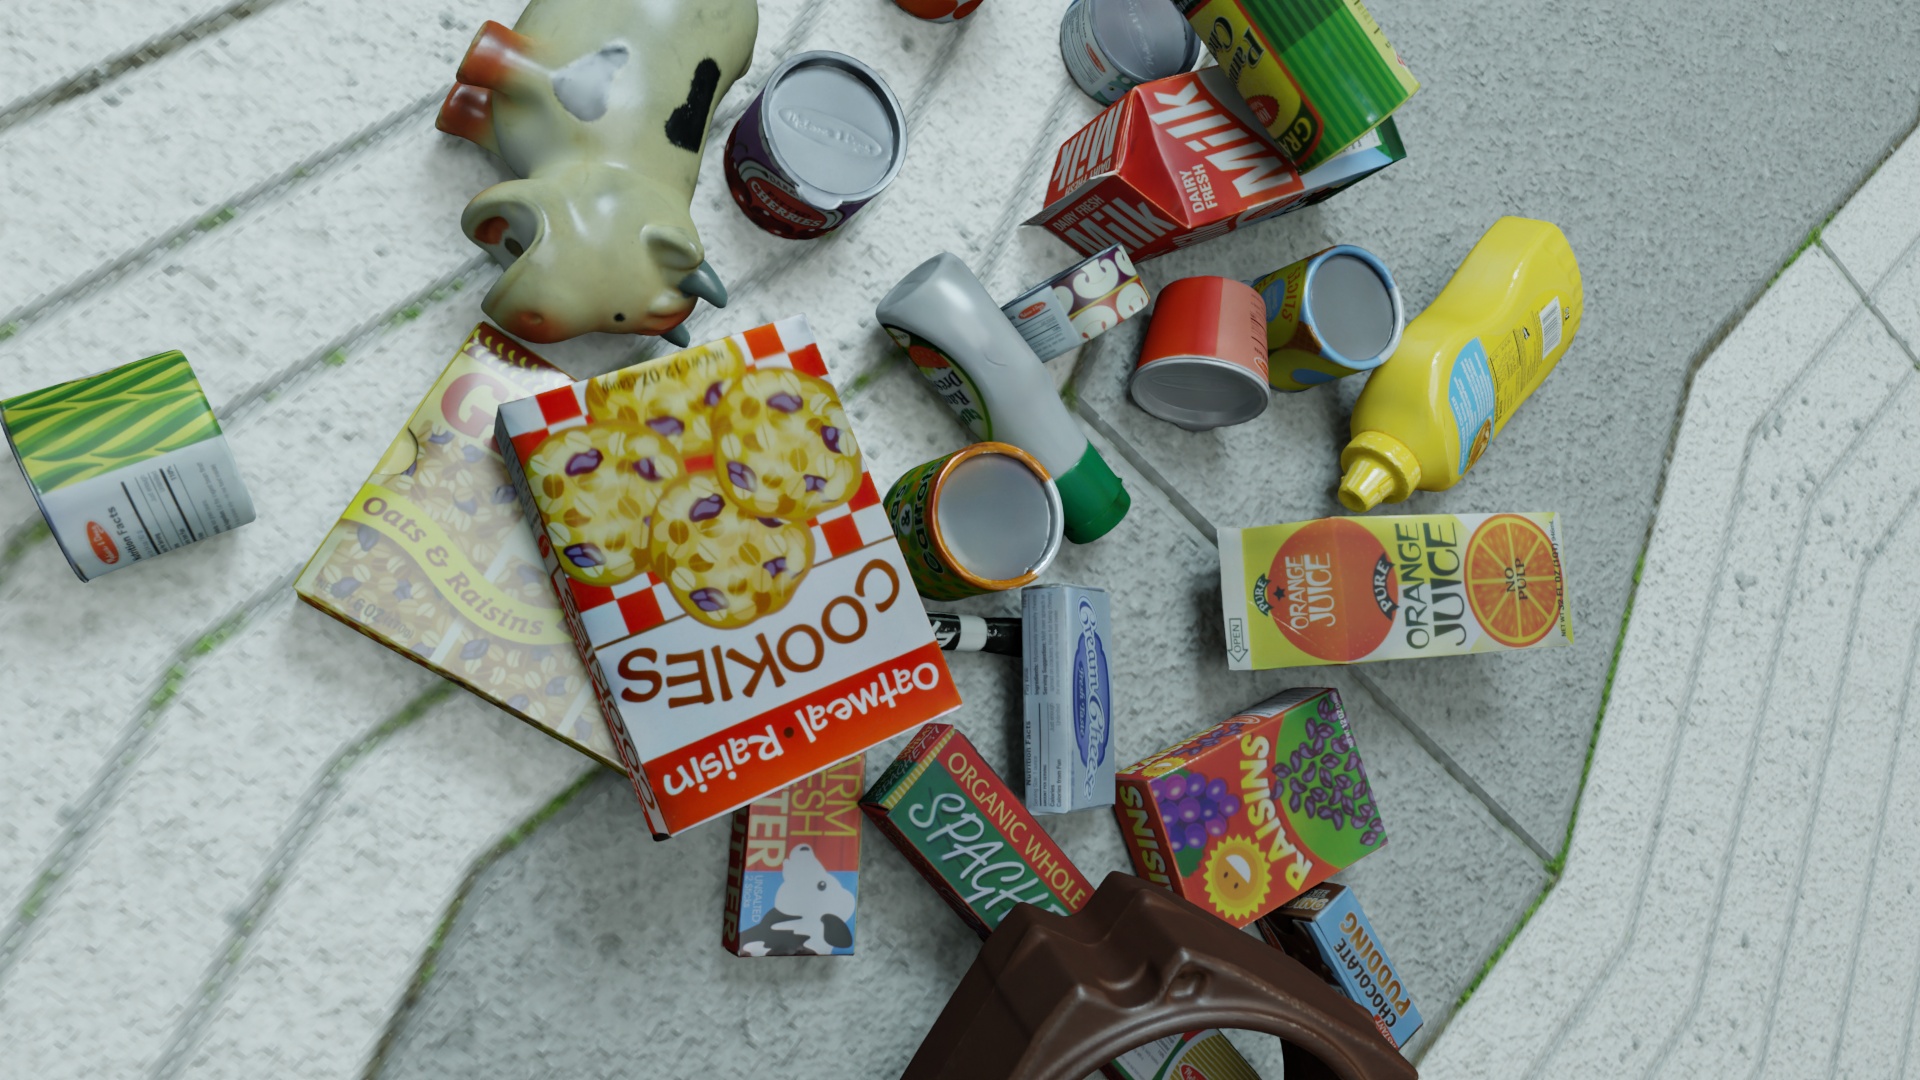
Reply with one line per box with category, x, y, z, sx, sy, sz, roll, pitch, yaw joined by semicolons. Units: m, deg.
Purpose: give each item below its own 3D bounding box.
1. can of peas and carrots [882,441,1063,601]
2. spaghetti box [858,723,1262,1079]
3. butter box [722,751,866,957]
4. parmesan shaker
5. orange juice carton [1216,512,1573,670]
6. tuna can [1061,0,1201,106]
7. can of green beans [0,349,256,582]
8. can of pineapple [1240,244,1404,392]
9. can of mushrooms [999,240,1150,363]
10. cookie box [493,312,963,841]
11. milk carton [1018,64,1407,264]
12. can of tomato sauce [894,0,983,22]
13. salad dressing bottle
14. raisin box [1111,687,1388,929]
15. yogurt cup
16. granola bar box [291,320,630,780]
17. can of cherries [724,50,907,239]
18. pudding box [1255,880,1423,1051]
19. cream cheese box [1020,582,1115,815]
can of peas and carrots;0.002;-0.008;0.620;0.071;0.058;0.071;4;81;-25
spaghetti box;0.050;0.184;0.620;0.050;0.028;0.249;-47;109;-24
butter box;-0.069;0.122;0.588;0.053;0.024;0.103;7;81;-25
parmesan shaker;0.153;-0.230;0.640;0.071;0.071;0.103;-43;99;-24
orange juice carton;0.212;0.025;0.708;0.193;0.073;0.072;-2;84;-25
tuna can;0.089;-0.258;0.709;0.071;0.032;0.071;3;82;-25
can of green beans;-0.287;-0.027;0.481;0.058;0.071;0.071;-25;94;-26
can of pineapple;0.185;-0.115;0.722;0.071;0.057;0.071;3;82;-25
can of mushrooms;0.055;-0.112;0.655;0.071;0.071;0.033;-34;99;-25
cookie box;-0.088;0.012;0.530;0.123;0.040;0.167;-21;88;-24
milk carton;0.122;-0.191;0.695;0.191;0.072;0.073;-23;93;-27
can of tomato sauce;0.003;-0.288;0.644;0.071;0.083;0.071;3;82;-25
salad dressing bottle;0.023;-0.062;0.639;0.044;0.064;0.147;-45;110;-12
raisin box;0.141;0.132;0.679;0.124;0.040;0.086;-20;93;-27
yogurt cup;0.121;-0.094;0.687;0.072;0.072;0.054;20;68;-22
granola bar box;-0.151;0.011;0.549;0.165;0.039;0.124;32;71;-13
can of cherries;-0.066;-0.170;0.610;0.071;0.058;0.071;3;82;-26
pudding box;0.184;0.209;0.683;0.030;0.049;0.083;-34;98;-26
cream cheese box;0.050;0.072;0.638;0.053;0.024;0.104;13;75;-61
